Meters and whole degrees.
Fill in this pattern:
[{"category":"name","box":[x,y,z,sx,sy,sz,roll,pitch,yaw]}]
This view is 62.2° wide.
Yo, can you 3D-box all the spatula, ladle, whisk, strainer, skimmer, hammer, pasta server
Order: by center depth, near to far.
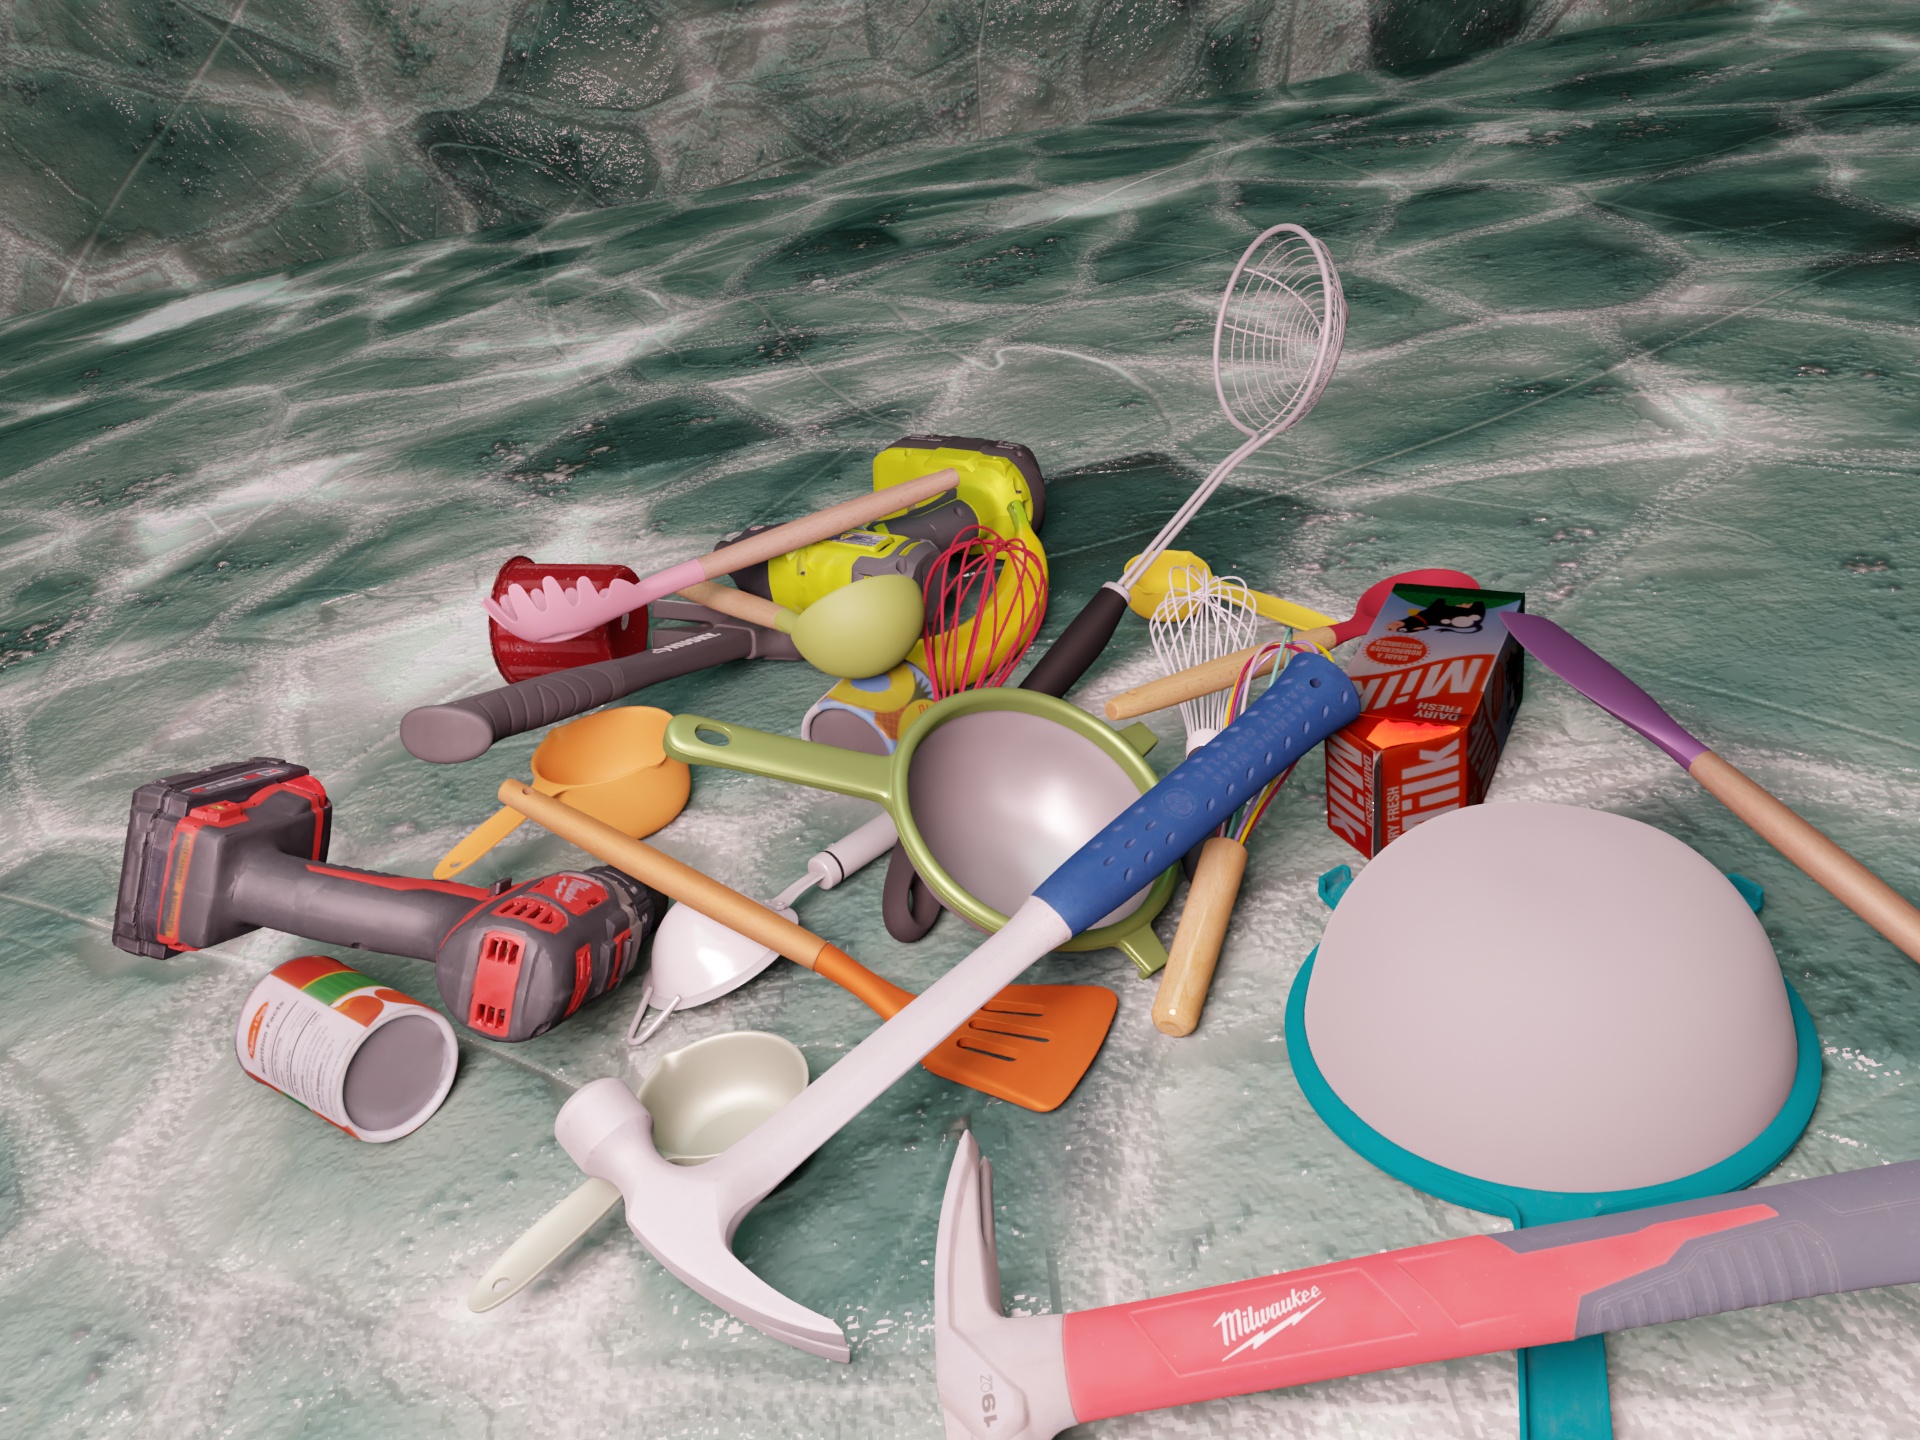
[{"category":"hammer","box":[0.178,0.167,0.510,0.386,0.038,0.143,-15,45,12]},{"category":"strainer","box":[0.222,0.128,0.600,0.211,0.095,0.340,0,30,18]},{"category":"hammer","box":[0.035,0.095,0.681,0.405,0.035,0.144,-36,60,-25]},{"category":"spatula","box":[0.358,0.034,0.730,0.059,0.018,0.316,3,34,-33]},{"category":"spatula","box":[-0.085,0.095,0.753,0.323,0.041,0.081,25,41,14]},{"category":"whisk","box":[0.138,0.045,0.772,0.047,0.051,0.245,20,54,7]},{"category":"strainer","box":[-0.022,0.049,0.776,0.256,0.069,0.152,13,48,-12]},{"category":"strainer","box":[-0.079,0.081,0.837,0.258,0.050,0.087,-31,21,-37]},{"category":"whisk","box":[-0.001,-0.003,0.883,0.073,0.073,0.296,-1,48,17]},{"category":"whisk","box":[0.139,-0.001,0.894,0.070,0.070,0.285,-4,36,11]},{"category":"ladle","box":[0.194,-0.042,0.907,0.315,0.031,0.069,-18,27,-38]},{"category":"skimmer","box":[0.112,-0.141,0.960,0.363,0.090,0.127,-50,20,-11]},{"category":"hammer","box":[-0.207,-0.028,0.963,0.146,0.035,0.335,9,16,24]},{"category":"ladle","box":[-0.123,-0.079,0.995,0.078,0.062,0.320,-13,18,-30]},{"category":"pasta server","box":[-0.141,-0.111,1.000,0.316,0.040,0.060,-23,6,-21]}]

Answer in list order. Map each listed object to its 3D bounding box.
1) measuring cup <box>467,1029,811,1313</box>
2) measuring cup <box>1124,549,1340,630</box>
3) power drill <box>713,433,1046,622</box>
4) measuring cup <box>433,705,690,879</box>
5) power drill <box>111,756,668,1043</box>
[{"category":"measuring cup","box":[-0.129,0.195,0.659,0.083,0.038,0.167,18,42,40]},{"category":"measuring cup","box":[0.178,-0.071,1.035,0.157,0.029,0.062,23,42,27]},{"category":"power drill","box":[-0.052,-0.134,1.122,0.171,0.080,0.223,11,29,28]},{"category":"measuring cup","box":[-0.227,0.057,0.912,0.095,0.052,0.174,12,39,34]},{"category":"power drill","box":[-0.262,0.083,0.776,0.227,0.080,0.188,13,8,7]}]
